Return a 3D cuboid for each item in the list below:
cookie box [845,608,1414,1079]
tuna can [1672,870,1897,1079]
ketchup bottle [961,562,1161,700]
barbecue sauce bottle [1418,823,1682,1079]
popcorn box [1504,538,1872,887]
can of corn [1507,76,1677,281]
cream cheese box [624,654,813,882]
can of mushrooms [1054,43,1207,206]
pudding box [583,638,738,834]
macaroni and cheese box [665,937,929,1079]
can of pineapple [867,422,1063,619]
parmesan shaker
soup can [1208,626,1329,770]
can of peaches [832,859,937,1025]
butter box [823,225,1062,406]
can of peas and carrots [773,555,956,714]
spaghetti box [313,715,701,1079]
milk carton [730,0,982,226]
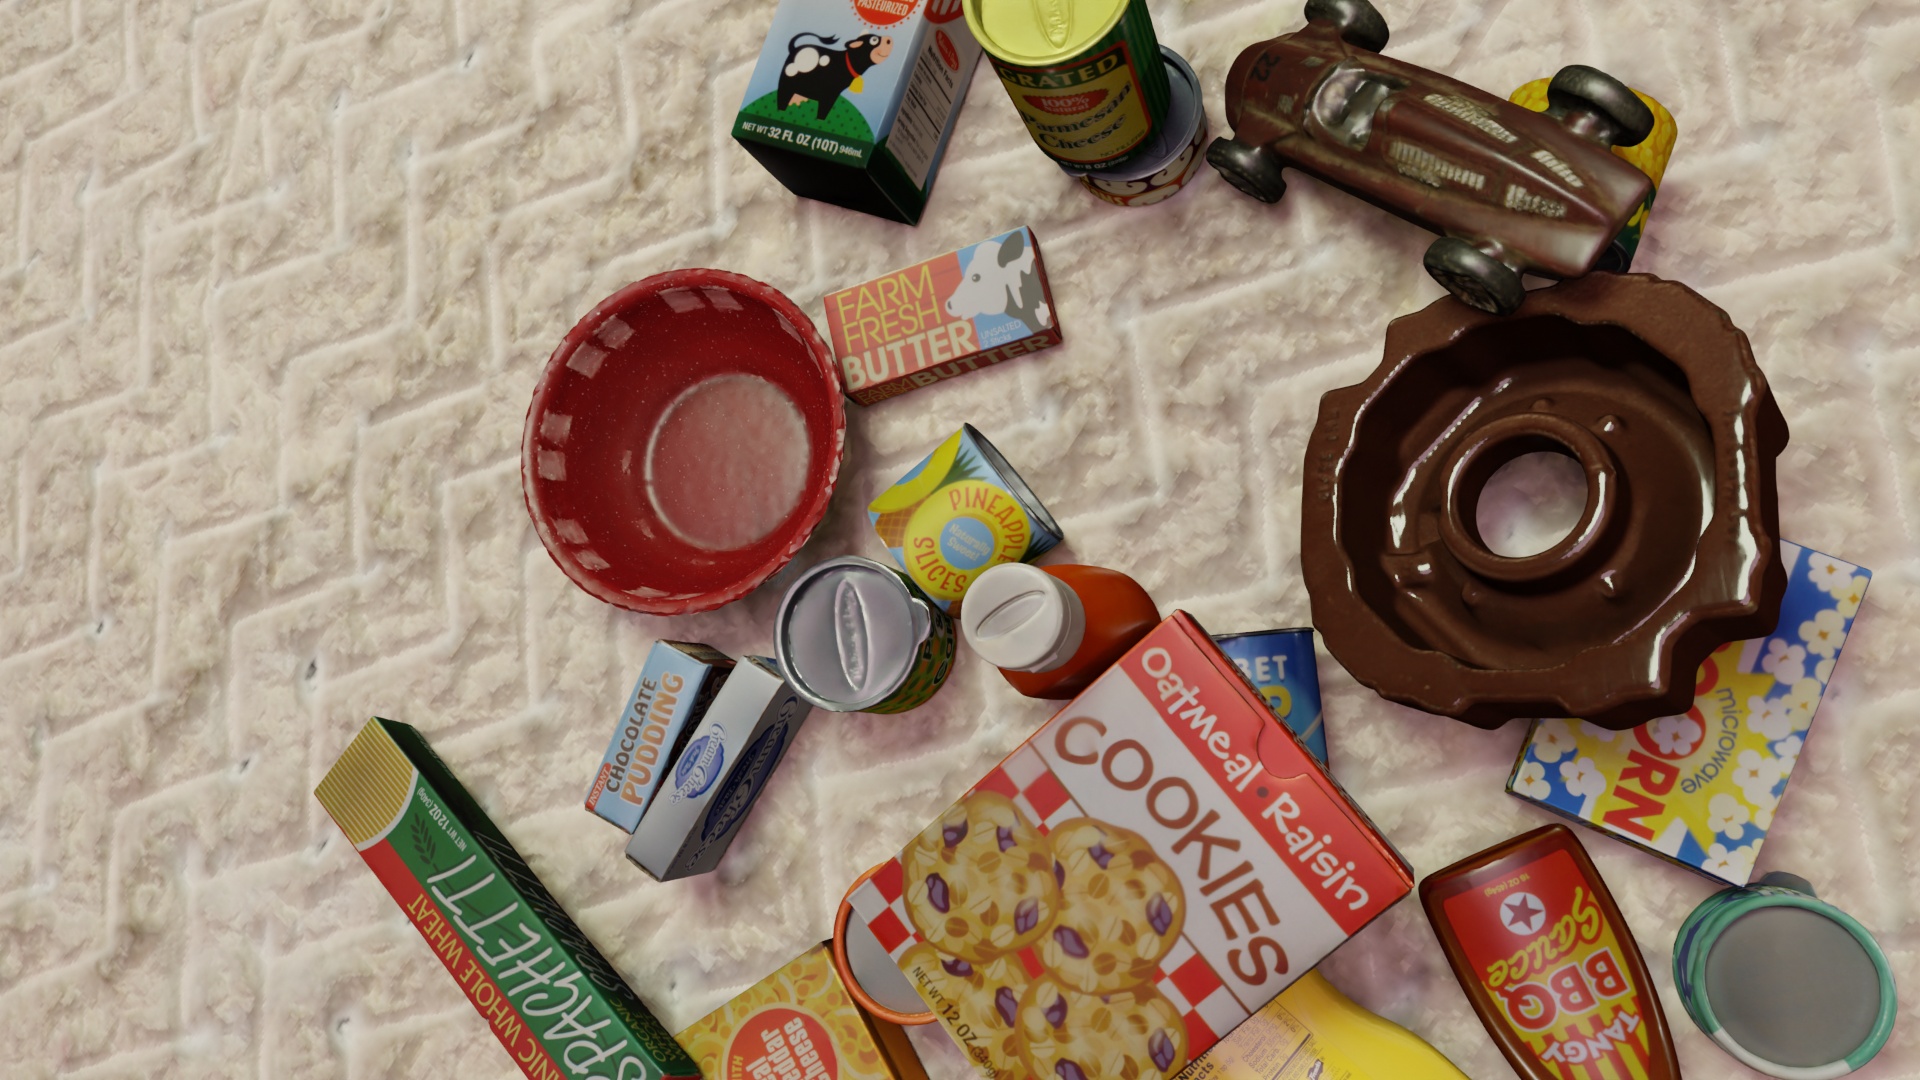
[{"bbox_3d":[0.059,0.125,0.505,0.167,0.040,0.123,-43,76,12],"label":"cookie box"},{"bbox_3d":[0.297,0.157,0.502,0.071,0.033,0.071,-3,81,16],"label":"tuna can"},{"bbox_3d":[0.038,0.035,0.539,0.064,0.149,0.043,-33,75,10],"label":"ketchup bottle"},{"bbox_3d":[0.231,0.184,0.512,0.065,0.043,0.149,-27,75,9],"label":"barbecue sauce bottle"},{"bbox_3d":[0.271,0.055,0.524,0.085,0.038,0.126,23,88,19],"label":"popcorn box"},{"bbox_3d":[0.241,-0.143,0.549,0.071,0.071,0.058,20,87,19],"label":"can of corn"},{"bbox_3d":[-0.104,0.101,0.621,0.024,0.053,0.104,31,91,17],"label":"cream cheese box"},{"bbox_3d":[0.075,-0.186,0.626,0.071,0.033,0.071,-2,81,16],"label":"can of mushrooms"},{"bbox_3d":[-0.134,0.089,0.633,0.030,0.049,0.083,23,88,17],"label":"pudding box"},{"bbox_3d":[-0.090,0.267,0.595,0.166,0.040,0.124,-34,72,8],"label":"macaroni and cheese box"},{"bbox_3d":[0.002,-0.008,0.599,0.058,0.071,0.071,-40,73,8],"label":"can of pineapple"},{"bbox_3d":[0.049,-0.200,0.563,0.071,0.103,0.071,-3,80,16],"label":"parmesan shaker"},{"bbox_3d":[0.110,0.079,0.549,0.071,0.071,0.084,-7,82,15],"label":"soup can"},{"bbox_3d":[-0.015,0.165,0.581,0.071,0.058,0.071,-3,80,16],"label":"can of peaches"},{"bbox_3d":[-0.009,-0.103,0.642,0.103,0.024,0.053,-17,76,13],"label":"butter box"},{"bbox_3d":[-0.038,0.042,0.608,0.071,0.058,0.071,-3,81,16],"label":"can of peas and carrots"},{"bbox_3d":[-0.211,0.173,0.629,0.250,0.028,0.050,37,90,29],"label":"spaghetti box"},{"bbox_3d":[-0.031,-0.254,0.648,0.072,0.073,0.190,19,86,19],"label":"milk carton"}]
